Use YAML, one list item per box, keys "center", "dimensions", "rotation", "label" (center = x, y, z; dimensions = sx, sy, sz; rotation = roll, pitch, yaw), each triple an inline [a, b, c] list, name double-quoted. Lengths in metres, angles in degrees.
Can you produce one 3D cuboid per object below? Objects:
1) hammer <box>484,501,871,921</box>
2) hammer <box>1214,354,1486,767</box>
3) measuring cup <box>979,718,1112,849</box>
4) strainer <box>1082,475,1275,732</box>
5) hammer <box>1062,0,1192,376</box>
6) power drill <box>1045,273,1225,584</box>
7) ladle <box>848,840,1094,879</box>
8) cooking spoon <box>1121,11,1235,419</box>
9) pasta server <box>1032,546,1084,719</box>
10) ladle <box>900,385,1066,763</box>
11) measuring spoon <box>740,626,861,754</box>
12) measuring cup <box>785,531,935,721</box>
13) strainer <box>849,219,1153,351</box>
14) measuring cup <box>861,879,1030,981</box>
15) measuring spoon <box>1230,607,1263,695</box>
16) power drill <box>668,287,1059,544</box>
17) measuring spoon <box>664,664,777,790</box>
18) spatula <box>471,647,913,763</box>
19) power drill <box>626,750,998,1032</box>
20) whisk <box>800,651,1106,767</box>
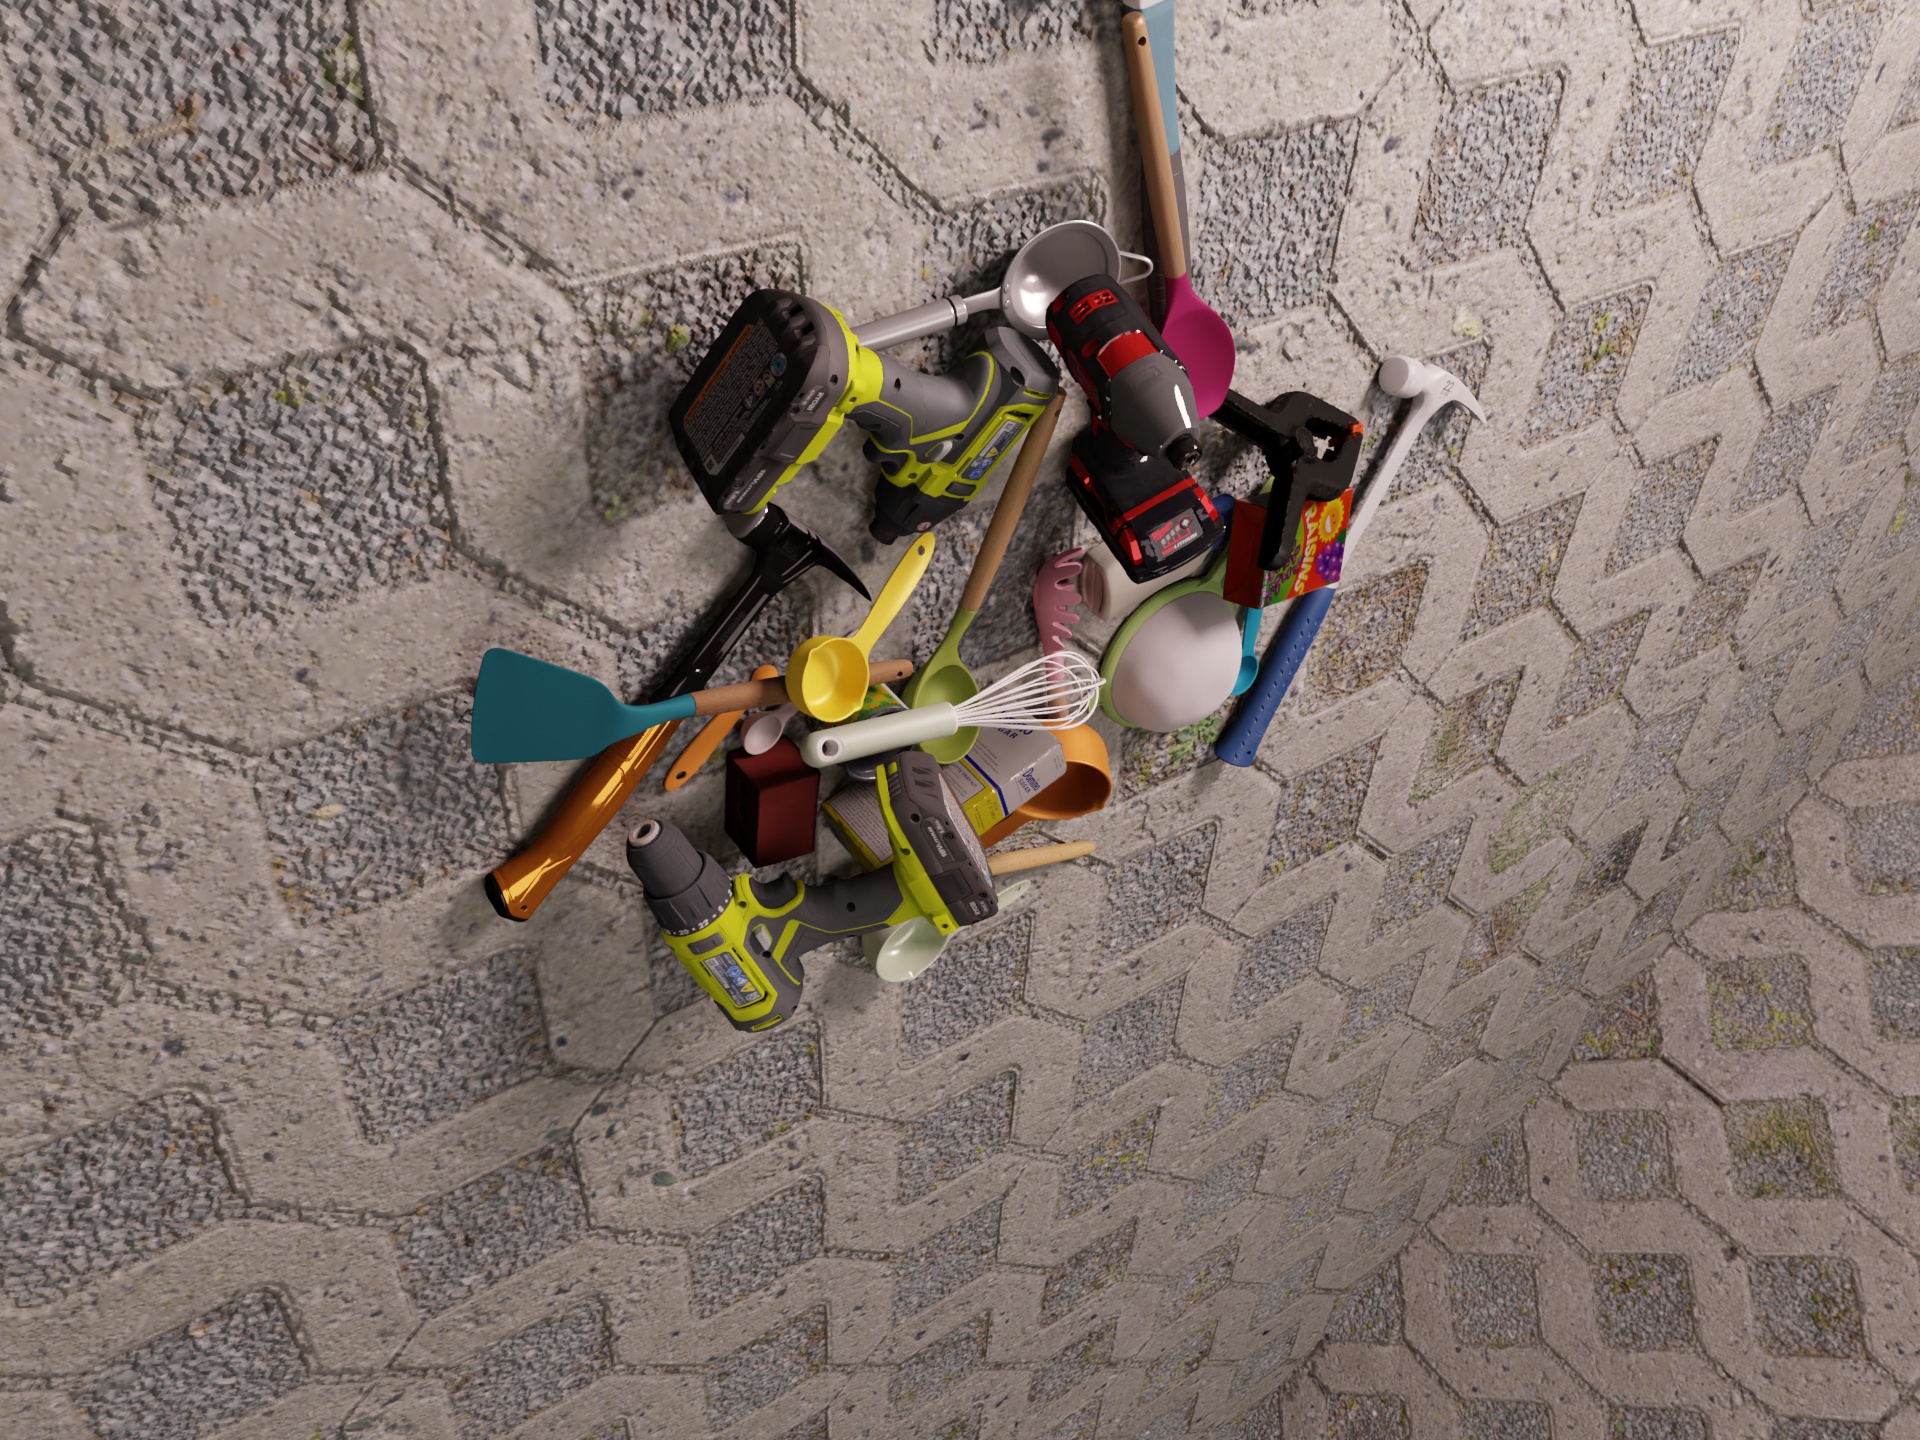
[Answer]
- center: [-0.202, 0.004, 1.077]
  dimensions: [0.337, 0.034, 0.127]
  rotation: [-50, 141, 5]
  label: "hammer"
- center: [0.344, -0.133, 1.453]
  dimensions: [0.144, 0.035, 0.405]
  rotation: [2, 122, -43]
  label: "hammer"
- center: [0.054, 0.058, 1.343]
  dimensions: [0.095, 0.052, 0.173]
  rotation: [23, 139, -30]
  label: "measuring cup"
- center: [0.222, -0.086, 1.356]
  dimensions: [0.151, 0.069, 0.256]
  rotation: [10, 118, -46]
  label: "strainer"
- center: [0.132, -0.366, 1.057]
  dimensions: [0.128, 0.033, 0.330]
  rotation: [-31, 140, -16]
  label: "hammer"
- center: [0.122, -0.189, 1.081]
  dimensions: [0.078, 0.143, 0.219]
  rotation: [-30, 157, -2]
  label: "power drill"
- center: [0.009, 0.130, 1.382]
  dimensions: [0.315, 0.031, 0.069]
  rotation: [-6, 169, -44]
  label: "ladle"
- center: [0.140, -0.321, 1.062]
  dimensions: [0.069, 0.017, 0.318]
  rotation: [-28, 140, -5]
  label: "cooking spoon"
- center: [0.088, -0.019, 1.319]
  dimensions: [0.040, 0.060, 0.315]
  rotation: [0, 139, 8]
  label: "pasta server"
- center: [0.023, -0.095, 1.136]
  dimensions: [0.078, 0.062, 0.320]
  rotation: [-27, 150, -44]
  label: "ladle"
- center: [-0.115, -0.026, 1.150]
  dimensions: [0.124, 0.018, 0.034]
  rotation: [-46, 148, -11]
  label: "measuring spoon"
- center: [-0.066, -0.068, 1.080]
  dimensions: [0.156, 0.029, 0.062]
  rotation: [-58, 132, -20]
  label: "measuring cup"
- center: [0.002, -0.267, 1.020]
  dimensions: [0.258, 0.050, 0.086]
  rotation: [-23, 141, -19]
  label: "strainer"
- center: [-0.014, 0.169, 1.393]
  dimensions: [0.167, 0.038, 0.083]
  rotation: [-25, 137, -28]
  label: "measuring cup"
- center: [0.256, -0.084, 1.437]
  dimensions: [0.042, 0.021, 0.128]
  rotation: [-14, 123, -36]
  label: "measuring spoon"
- center: [-0.060, -0.179, 0.993]
  dimensions: [0.223, 0.080, 0.171]
  rotation: [0, 141, -49]
  label: "power drill"
- center: [-0.169, 0.007, 1.127]
  dimensions: [0.117, 0.011, 0.021]
  rotation: [-48, 142, 3]
  label: "measuring spoon"
- center: [-0.162, -0.021, 1.048]
  dimensions: [0.317, 0.044, 0.082]
  rotation: [-11, 128, -40]
  label: "spatula"
- center: [-0.106, 0.112, 1.125]
  dimensions: [0.228, 0.080, 0.190]
  rotation: [-23, 125, 7]
  label: "power drill"
- center: [-0.002, -0.004, 1.147]
  dimensions: [0.246, 0.059, 0.058]
  rotation: [-14, 97, -25]
  label: "whisk"
